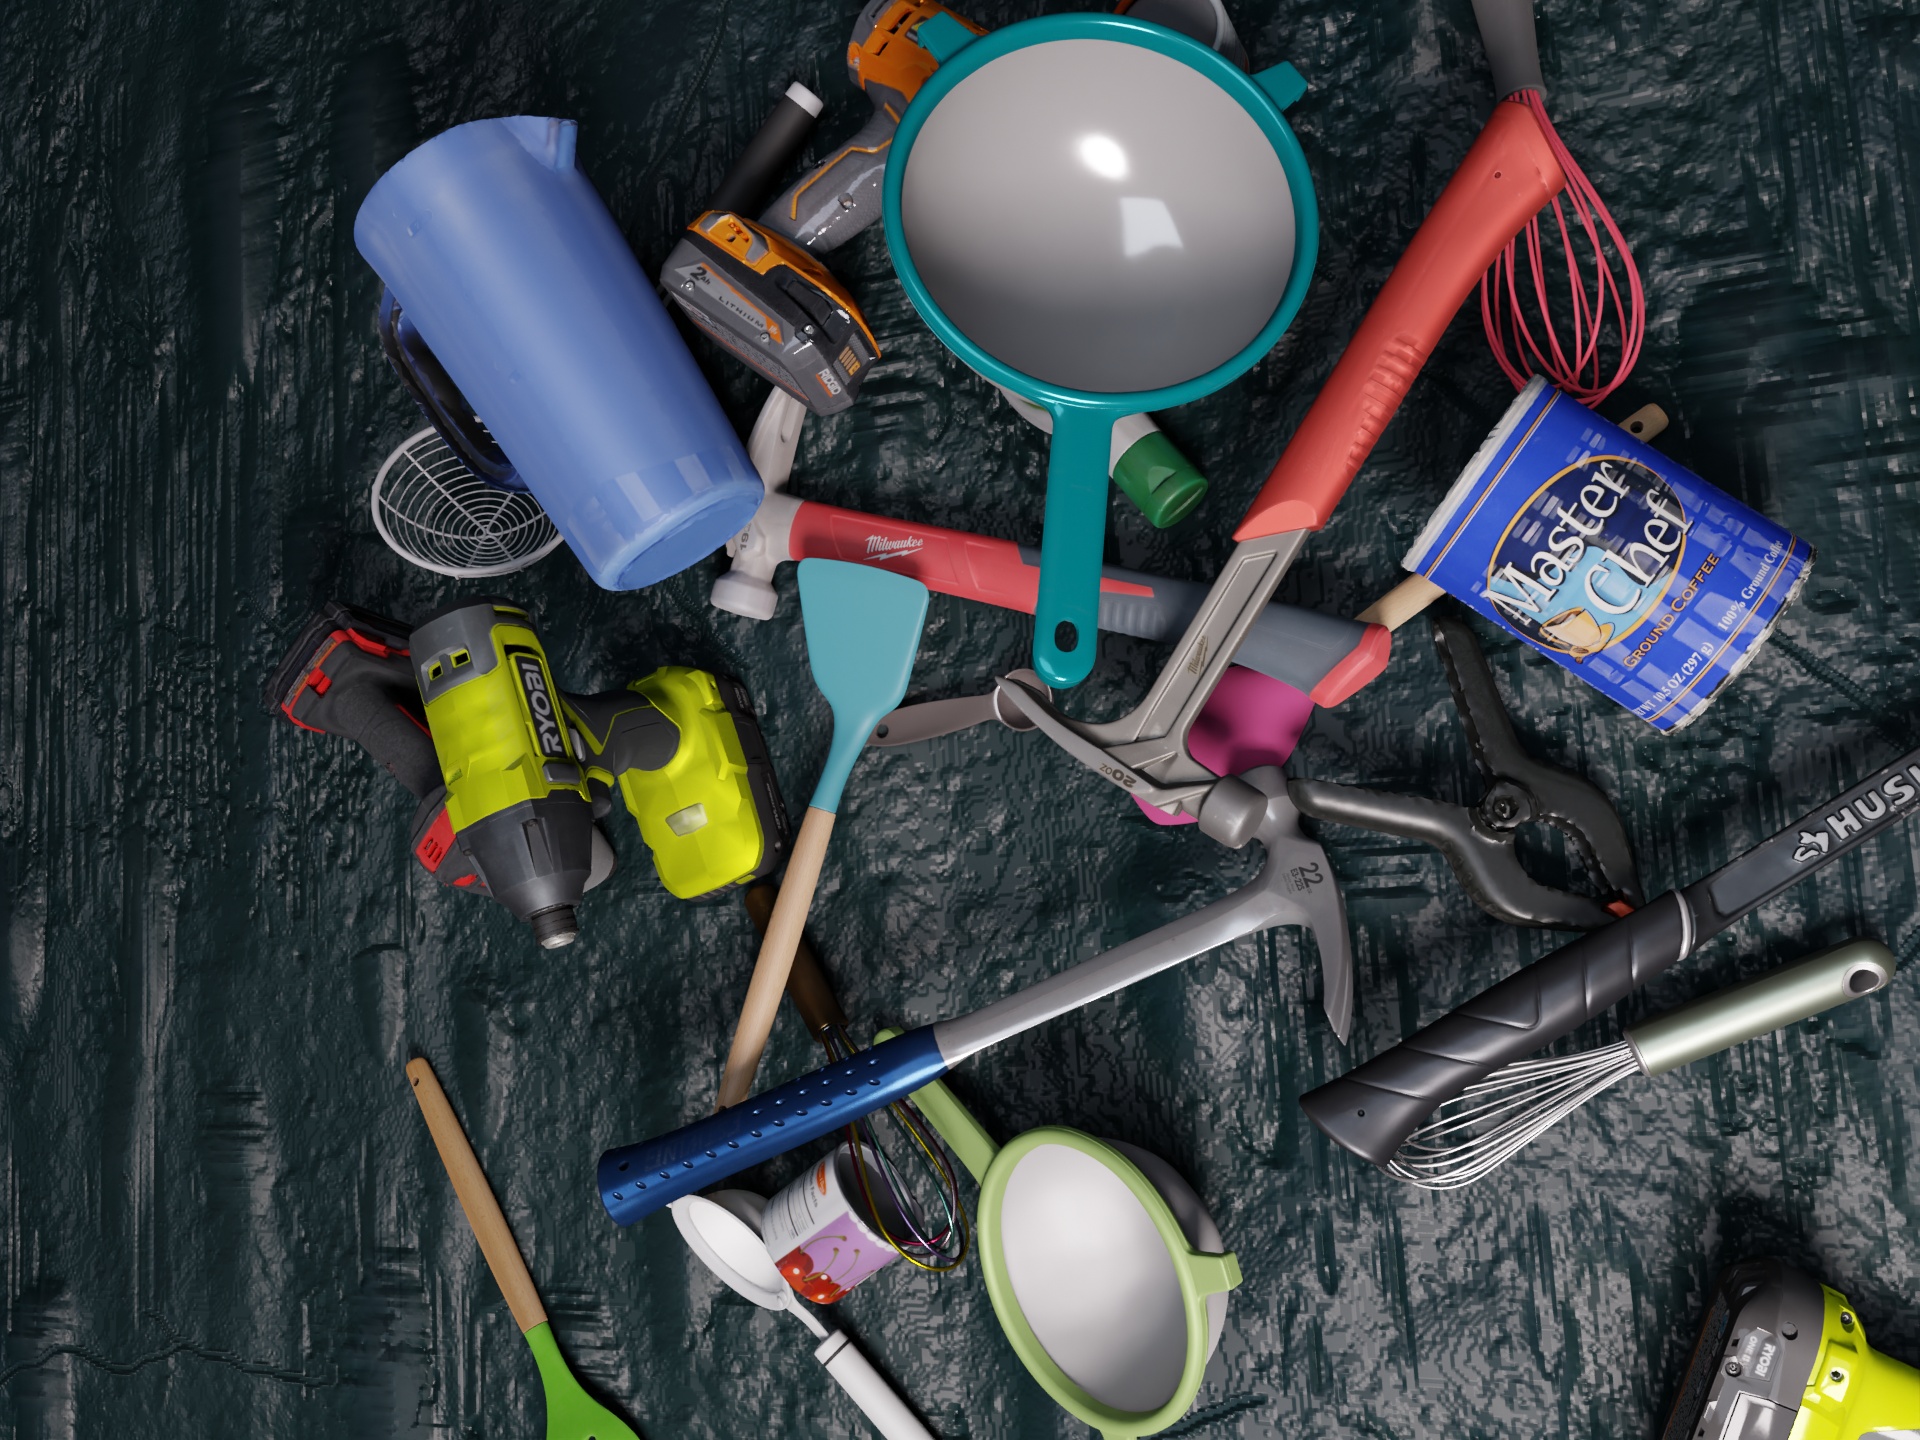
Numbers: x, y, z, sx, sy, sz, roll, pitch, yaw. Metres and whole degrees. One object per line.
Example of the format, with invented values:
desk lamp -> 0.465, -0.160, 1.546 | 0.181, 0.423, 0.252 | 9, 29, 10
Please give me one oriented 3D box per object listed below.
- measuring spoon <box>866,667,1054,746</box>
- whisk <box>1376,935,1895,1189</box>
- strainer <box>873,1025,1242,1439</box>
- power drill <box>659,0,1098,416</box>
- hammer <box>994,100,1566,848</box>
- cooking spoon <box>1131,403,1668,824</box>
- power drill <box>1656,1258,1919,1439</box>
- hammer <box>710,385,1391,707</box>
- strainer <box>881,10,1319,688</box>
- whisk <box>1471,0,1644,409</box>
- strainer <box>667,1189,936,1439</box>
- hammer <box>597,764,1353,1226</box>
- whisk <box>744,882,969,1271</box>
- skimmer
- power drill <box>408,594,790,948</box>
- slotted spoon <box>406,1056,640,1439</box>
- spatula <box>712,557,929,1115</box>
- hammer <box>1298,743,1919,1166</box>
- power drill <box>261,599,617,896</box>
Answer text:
measuring spoon -> -0.001, -0.003, 0.889 | 0.124, 0.018, 0.034 | -12, 82, 28
whisk -> 0.303, 0.155, 0.731 | 0.246, 0.059, 0.057 | -27, 112, 14
strainer -> 0.050, 0.240, 0.822 | 0.257, 0.069, 0.151 | 42, 127, 38
power drill -> -0.039, -0.284, 0.879 | 0.164, 0.084, 0.226 | 37, 86, 21
hammer -> 0.162, -0.126, 0.756 | 0.149, 0.036, 0.359 | 34, 100, 24
cooking spoon -> 0.212, -0.053, 0.799 | 0.319, 0.017, 0.069 | -38, 73, 16
power drill -> 0.412, 0.343, 0.649 | 0.228, 0.080, 0.190 | 20, 93, 20
hammer -> 0.041, -0.091, 0.854 | 0.386, 0.038, 0.143 | 15, 89, 26
strainer -> 0.058, -0.174, 0.783 | 0.211, 0.095, 0.340 | 6, 77, -4
whisk -> 0.278, -0.286, 0.775 | 0.073, 0.073, 0.296 | -11, 75, 21
strainer -> -0.075, 0.336, 0.871 | 0.258, 0.050, 0.086 | 45, 143, 13
hammer -> 0.001, 0.163, 0.794 | 0.405, 0.035, 0.144 | -26, 49, 9
whisk -> -0.063, 0.185, 0.855 | 0.047, 0.051, 0.245 | -22, 57, -18
skimmer -> -0.213, -0.239, 0.955 | 0.127, 0.090, 0.363 | 43, 101, 20
power drill -> -0.186, 0.034, 0.845 | 0.080, 0.223, 0.171 | -24, 76, 19
slotted spoon -> -0.269, 0.343, 0.959 | 0.070, 0.031, 0.314 | -37, 71, 16
spatula -> -0.089, 0.071, 0.866 | 0.082, 0.044, 0.317 | 14, 84, 23
hammer -> 0.330, 0.074, 0.699 | 0.409, 0.036, 0.149 | -34, 73, 8
power drill -> -0.301, 0.028, 0.947 | 0.220, 0.143, 0.078 | 39, 96, 27
